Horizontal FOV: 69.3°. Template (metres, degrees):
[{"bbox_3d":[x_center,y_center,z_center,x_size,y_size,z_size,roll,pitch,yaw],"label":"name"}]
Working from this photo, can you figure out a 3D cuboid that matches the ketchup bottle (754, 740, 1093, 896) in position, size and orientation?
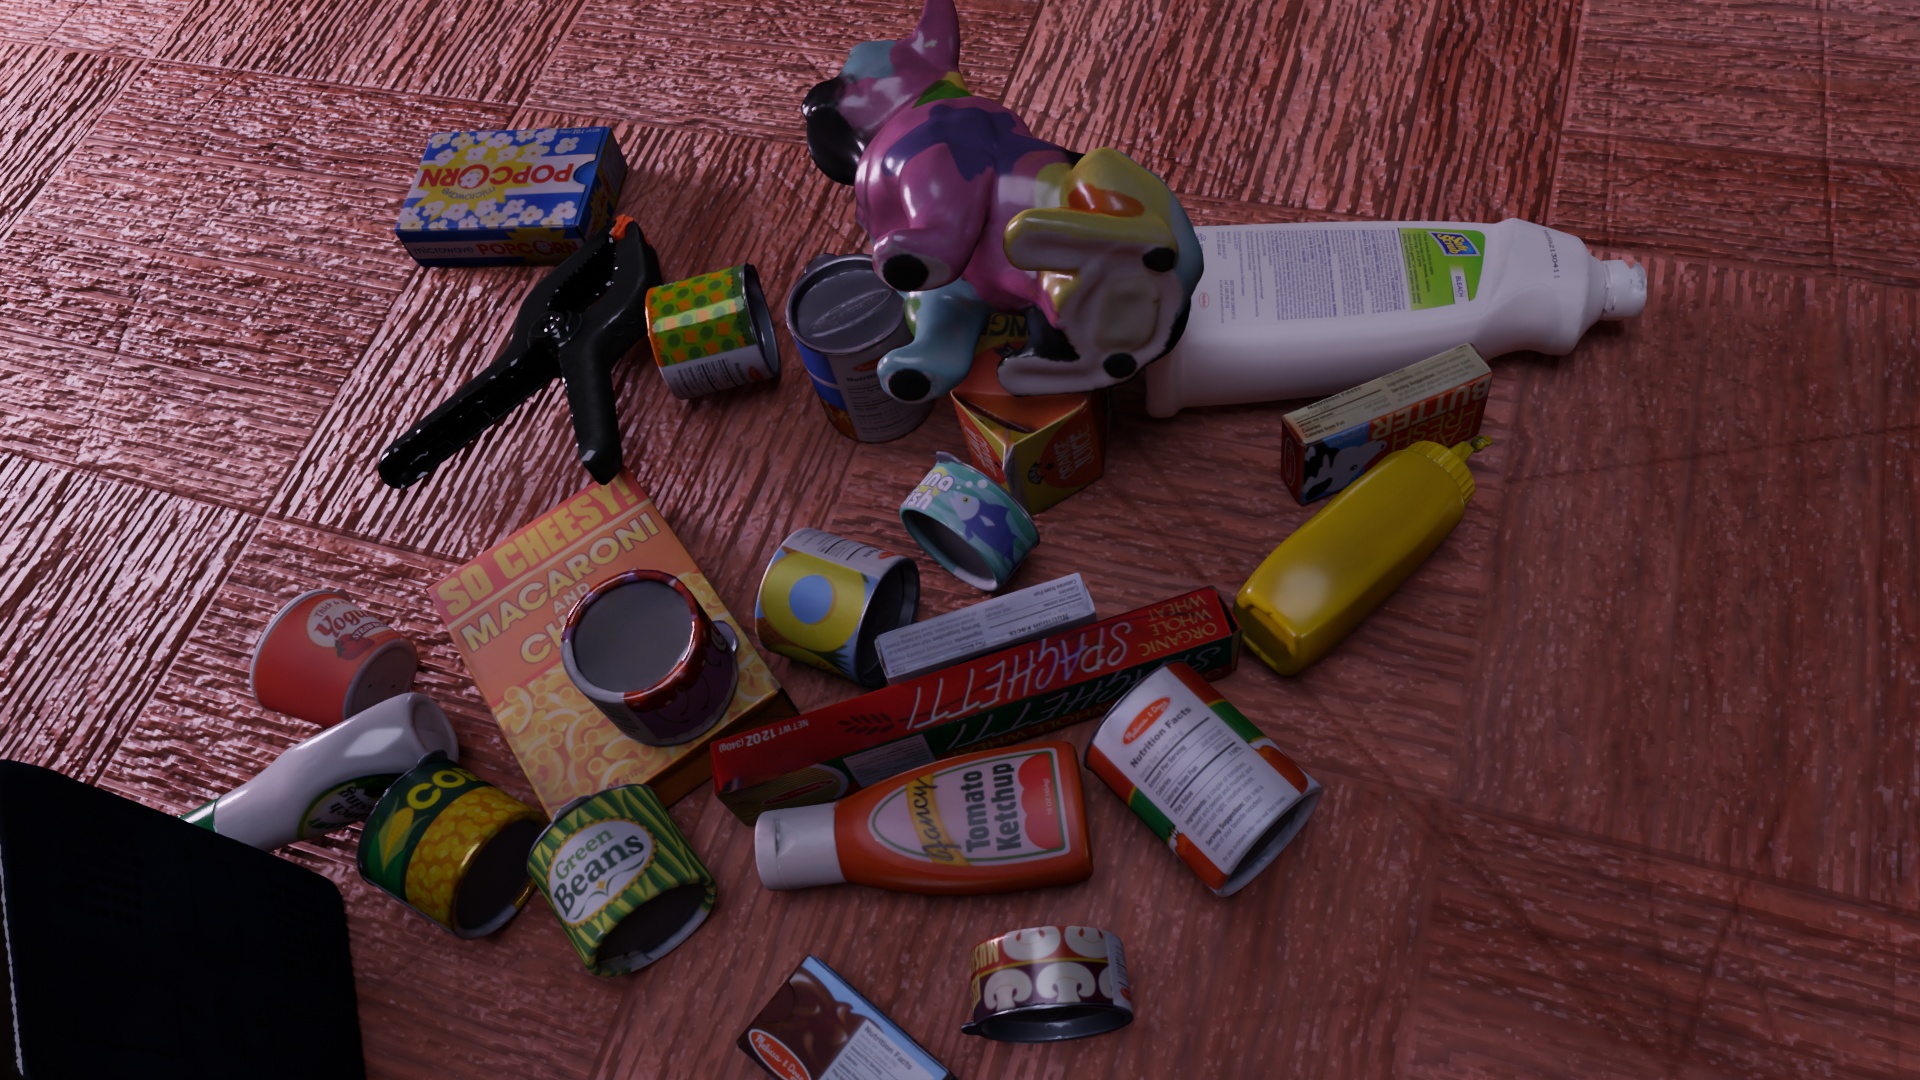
[{"bbox_3d":[-0.017,0.132,0.630,0.149,0.043,0.065,-9,59,6],"label":"ketchup bottle"}]

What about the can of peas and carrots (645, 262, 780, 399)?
[{"bbox_3d":[-0.140,-0.120,0.784,0.059,0.070,0.071,-14,59,3],"label":"can of peas and carrots"}]

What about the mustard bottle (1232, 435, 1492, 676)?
[{"bbox_3d":[0.198,-0.003,0.661,0.161,0.065,0.049,-39,66,-19],"label":"mustard bottle"}]

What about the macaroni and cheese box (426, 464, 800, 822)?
[{"bbox_3d":[-0.179,0.057,0.705,0.124,0.040,0.167,-34,61,-11],"label":"macaroni and cheese box"}]

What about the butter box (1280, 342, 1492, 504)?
[{"bbox_3d":[0.211,-0.058,0.693,0.103,0.053,0.024,-22,56,-3],"label":"butter box"}]

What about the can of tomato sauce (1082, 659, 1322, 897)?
[{"bbox_3d":[0.107,0.105,0.612,0.071,0.071,0.083,-40,62,-13],"label":"can of tomato sauce"}]

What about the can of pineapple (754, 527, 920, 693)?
[{"bbox_3d":[-0.060,0.034,0.682,0.058,0.070,0.071,17,65,20],"label":"can of pineapple"}]

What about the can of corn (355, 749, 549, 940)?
[{"bbox_3d":[-0.234,0.142,0.649,0.058,0.071,0.071,23,67,20],"label":"can of corn"}]

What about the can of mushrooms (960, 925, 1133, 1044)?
[{"bbox_3d":[0.035,0.185,0.576,0.071,0.070,0.033,-8,59,6],"label":"can of mushrooms"}]

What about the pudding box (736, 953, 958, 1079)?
[{"bbox_3d":[-0.047,0.222,0.591,0.084,0.030,0.050,32,72,25],"label":"pudding box"}]

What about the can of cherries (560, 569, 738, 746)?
[{"bbox_3d":[-0.142,0.052,0.643,0.071,0.058,0.072,-4,61,7],"label":"can of cherries"}]

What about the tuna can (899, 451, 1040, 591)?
[{"bbox_3d":[0.002,-0.009,0.692,0.071,0.070,0.033,32,71,25],"label":"tuna can"}]

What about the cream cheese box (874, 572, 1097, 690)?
[{"bbox_3d":[0.014,0.050,0.666,0.104,0.053,0.024,-18,61,0],"label":"cream cheese box"}]

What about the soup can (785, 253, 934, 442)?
[{"bbox_3d":[-0.053,-0.104,0.750,0.071,0.083,0.071,-4,60,8],"label":"soup can"}]

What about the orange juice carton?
[{"bbox_3d":[0.044,-0.100,0.737,0.073,0.071,0.193,4,61,13],"label":"orange juice carton"}]

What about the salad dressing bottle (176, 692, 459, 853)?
[{"bbox_3d":[-0.322,0.126,0.682,0.147,0.064,0.044,-26,70,4],"label":"salad dressing bottle"}]

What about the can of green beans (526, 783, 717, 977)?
[{"bbox_3d":[-0.153,0.154,0.629,0.071,0.071,0.058,-37,61,-11],"label":"can of green beans"}]

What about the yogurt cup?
[{"bbox_3d":[-0.318,0.065,0.713,0.054,0.072,0.072,21,66,12],"label":"yogurt cup"}]

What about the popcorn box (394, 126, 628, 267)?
[{"bbox_3d":[-0.285,-0.219,0.885,0.127,0.038,0.085,1,60,11],"label":"popcorn box"}]

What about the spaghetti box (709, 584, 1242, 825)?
[{"bbox_3d":[0.009,0.079,0.653,0.250,0.050,0.029,-18,60,0],"label":"spaghetti box"}]
